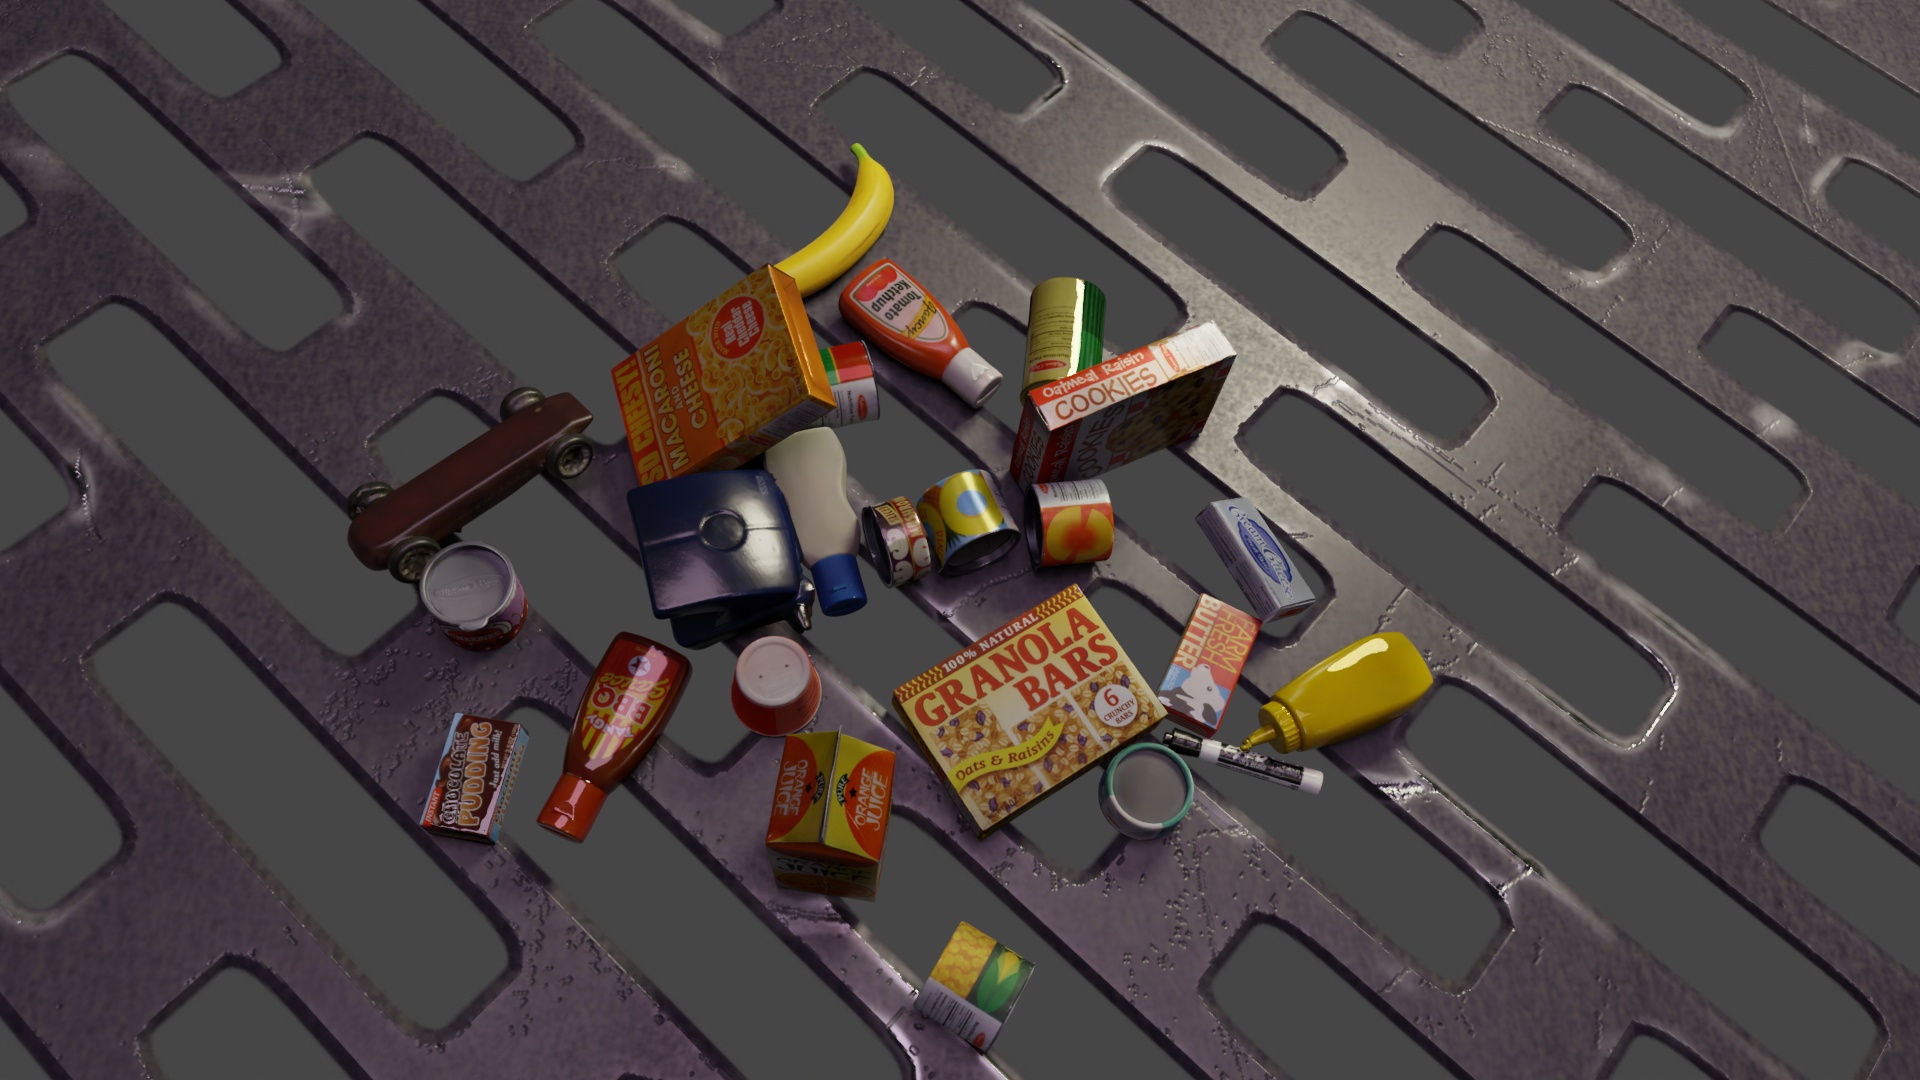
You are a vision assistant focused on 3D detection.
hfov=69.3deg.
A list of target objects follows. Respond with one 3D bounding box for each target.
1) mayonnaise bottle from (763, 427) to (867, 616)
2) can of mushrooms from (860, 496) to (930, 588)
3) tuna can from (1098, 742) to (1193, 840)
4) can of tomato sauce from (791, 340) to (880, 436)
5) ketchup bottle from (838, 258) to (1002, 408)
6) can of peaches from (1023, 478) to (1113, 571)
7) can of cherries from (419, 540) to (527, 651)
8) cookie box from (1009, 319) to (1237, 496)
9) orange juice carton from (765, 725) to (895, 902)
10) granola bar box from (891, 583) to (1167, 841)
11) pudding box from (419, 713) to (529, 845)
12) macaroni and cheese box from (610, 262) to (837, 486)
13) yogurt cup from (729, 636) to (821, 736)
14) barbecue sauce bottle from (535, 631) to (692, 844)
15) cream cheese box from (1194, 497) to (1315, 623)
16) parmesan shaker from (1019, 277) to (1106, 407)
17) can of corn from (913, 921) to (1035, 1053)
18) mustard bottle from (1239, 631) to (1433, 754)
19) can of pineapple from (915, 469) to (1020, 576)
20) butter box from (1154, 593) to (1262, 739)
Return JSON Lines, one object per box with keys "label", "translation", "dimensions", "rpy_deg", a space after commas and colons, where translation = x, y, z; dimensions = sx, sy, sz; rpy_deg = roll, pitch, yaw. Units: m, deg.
{"label": "mayonnaise bottle", "translation": [-0.109, -0.014, 1.085], "dimensions": [0.065, 0.041, 0.148], "rpy_deg": [-16, 68, -5]}
{"label": "can of mushrooms", "translation": [-0.050, -0.001, 1.067], "dimensions": [0.033, 0.070, 0.071], "rpy_deg": [-17, 68, -15]}
{"label": "tuna can", "translation": [0.138, 0.182, 1.020], "dimensions": [0.071, 0.032, 0.071], "rpy_deg": [2, 65, -4]}
{"label": "can of tomato sauce", "translation": [-0.114, -0.122, 1.122], "dimensions": [0.083, 0.071, 0.071], "rpy_deg": [-13, 67, -11]}
{"label": "ketchup bottle", "translation": [-0.030, -0.170, 1.165], "dimensions": [0.149, 0.043, 0.065], "rpy_deg": [42, 68, 13]}
{"label": "can of peaches", "translation": [0.085, -0.012, 1.090], "dimensions": [0.058, 0.071, 0.071], "rpy_deg": [-6, 66, -9]}
{"label": "can of cherries", "translation": [-0.357, 0.044, 1.022], "dimensions": [0.071, 0.058, 0.072], "rpy_deg": [3, 64, -5]}
{"label": "cookie box", "translation": [0.125, -0.101, 1.103], "dimensions": [0.168, 0.122, 0.040], "rpy_deg": [-23, 68, -15]}
{"label": "orange juice carton", "translation": [-0.083, 0.181, 0.910], "dimensions": [0.073, 0.191, 0.072], "rpy_deg": [9, 66, 0]}
{"label": "granola bar box", "translation": [0.050, 0.126, 1.034], "dimensions": [0.166, 0.039, 0.124], "rpy_deg": [-29, 71, -17]}
{"label": "pudding box", "translation": [-0.343, 0.168, 0.980], "dimensions": [0.050, 0.030, 0.084], "rpy_deg": [10, 64, 0]}
{"label": "macaroni and cheese box", "translation": [-0.186, -0.118, 1.079], "dimensions": [0.166, 0.040, 0.124], "rpy_deg": [-29, 65, 21]}
{"label": "yogurt cup", "translation": [-0.136, 0.104, 1.018], "dimensions": [0.072, 0.053, 0.072], "rpy_deg": [2, 66, -5]}
{"label": "barbecue sauce bottle", "translation": [-0.251, 0.142, 0.995], "dimensions": [0.065, 0.043, 0.149], "rpy_deg": [22, 65, 4]}
{"label": "cream cheese box", "translation": [0.233, 0.014, 1.101], "dimensions": [0.053, 0.024, 0.104], "rpy_deg": [-8, 61, -46]}
{"label": "parmesan shaker", "translation": [0.089, -0.159, 1.158], "dimensions": [0.071, 0.071, 0.103], "rpy_deg": [8, 64, -2]}
{"label": "can of corn", "translation": [0.010, 0.298, 0.935], "dimensions": [0.058, 0.071, 0.071], "rpy_deg": [30, 66, 9]}
{"label": "mustard bottle", "translation": [0.277, 0.124, 1.053], "dimensions": [0.160, 0.048, 0.065], "rpy_deg": [-22, 68, -14]}
{"label": "can of pineapple", "translation": [0.004, -0.014, 1.081], "dimensions": [0.071, 0.070, 0.058], "rpy_deg": [-20, 68, -14]}
{"label": "butter box", "translation": [0.189, 0.096, 1.070], "dimensions": [0.053, 0.024, 0.104], "rpy_deg": [26, 65, 7]}
